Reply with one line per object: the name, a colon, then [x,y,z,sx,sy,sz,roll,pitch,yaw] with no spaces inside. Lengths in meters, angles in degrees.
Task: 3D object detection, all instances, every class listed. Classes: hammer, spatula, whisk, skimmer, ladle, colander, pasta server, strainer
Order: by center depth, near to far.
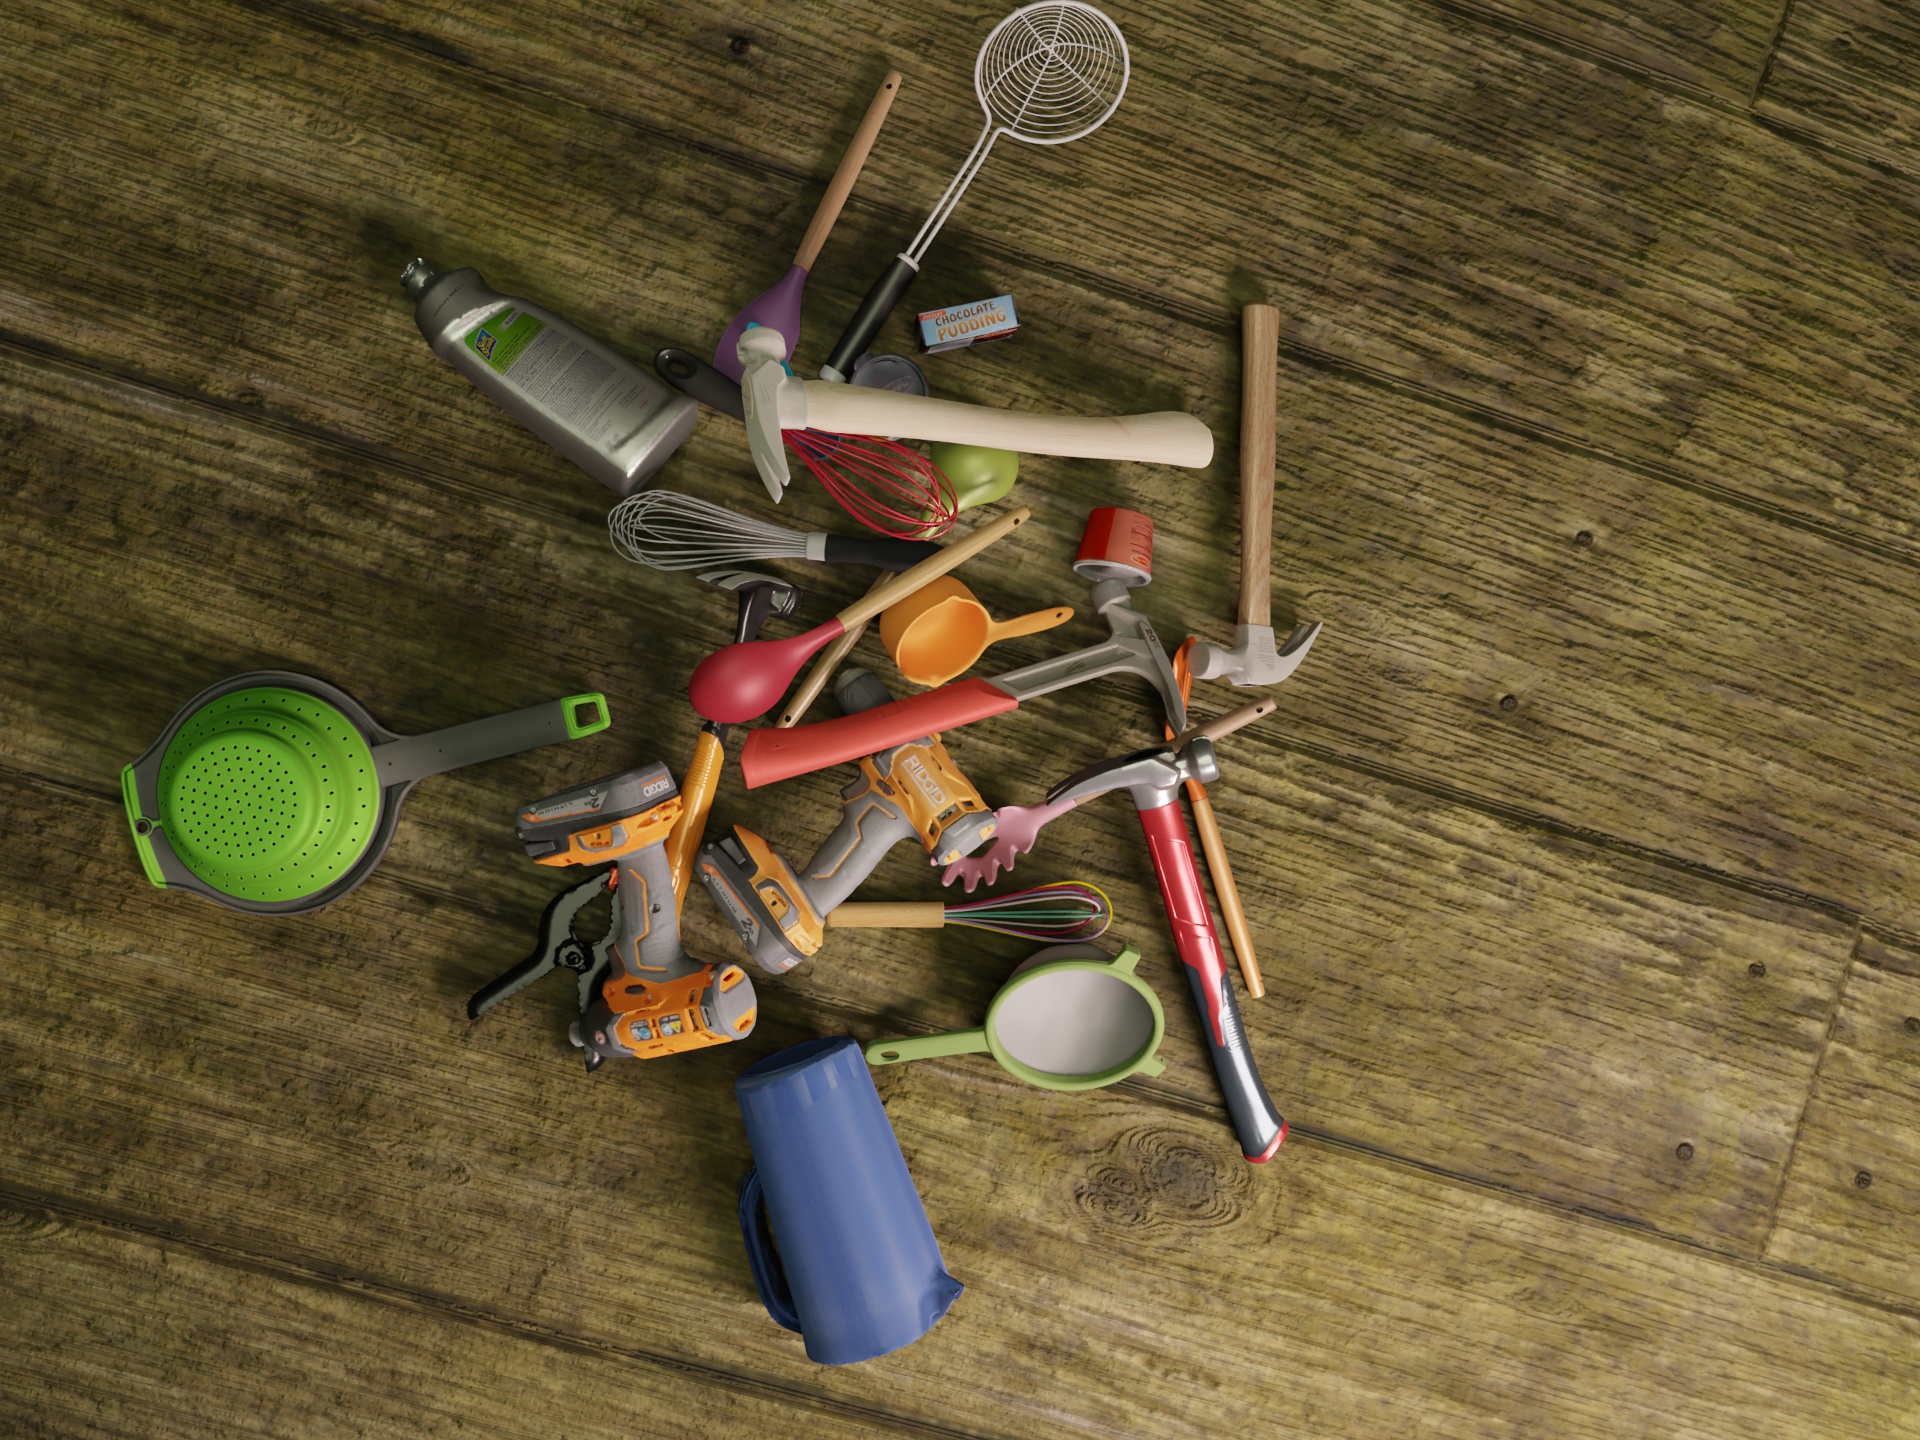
ladle: [-0.074,-0.089,1.268,0.315,0.031,0.069,-33,127,-13]
colander: [-0.483,0.041,1.279,0.397,0.094,0.204,-15,93,-5]
hammer: [0.027,-0.229,1.283,0.410,0.038,0.146,1,60,-24]
hammer: [-0.002,-0.004,1.289,0.359,0.036,0.149,-17,67,-12]
whisk: [-0.130,-0.232,1.306,0.296,0.073,0.073,31,88,11]
hammer: [-0.213,0.041,1.307,0.034,0.127,0.337,19,96,20]
whisk: [-0.150,-0.146,1.311,0.284,0.070,0.070,6,91,2]
skimmer: [0.003,-0.428,1.320,0.127,0.090,0.363,33,90,-37]
pasta server: [0.119,0.056,1.333,0.316,0.040,0.060,-27,102,13]
spatula: [-0.126,-0.406,1.344,0.059,0.018,0.316,27,90,-4]
hammer: [0.191,0.208,1.346,0.143,0.038,0.386,-16,106,7]
ladle: [-0.060,-0.121,1.353,0.078,0.062,0.320,36,95,-3]
strainer: [0.044,0.249,1.359,0.256,0.069,0.151,-10,124,9]
whisk: [0.007,0.163,1.362,0.245,0.051,0.047,0,101,-1]
hammer: [0.256,-0.194,1.366,0.130,0.031,0.331,6,84,-33]
spatula: [0.222,0.089,1.378,0.041,0.081,0.322,-14,98,23]

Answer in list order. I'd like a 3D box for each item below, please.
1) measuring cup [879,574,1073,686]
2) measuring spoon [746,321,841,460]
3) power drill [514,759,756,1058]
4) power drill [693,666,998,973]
measuring cup: [0.012,-0.089,1.348,0.173,0.052,0.095,-14,136,-27]
measuring spoon: [-0.143,-0.278,1.341,0.042,0.021,0.128,-30,96,7]
power drill: [-0.270,0.160,1.265,0.164,0.084,0.226,-16,95,22]
power drill: [-0.108,0.078,1.319,0.226,0.084,0.185,-36,74,-3]
